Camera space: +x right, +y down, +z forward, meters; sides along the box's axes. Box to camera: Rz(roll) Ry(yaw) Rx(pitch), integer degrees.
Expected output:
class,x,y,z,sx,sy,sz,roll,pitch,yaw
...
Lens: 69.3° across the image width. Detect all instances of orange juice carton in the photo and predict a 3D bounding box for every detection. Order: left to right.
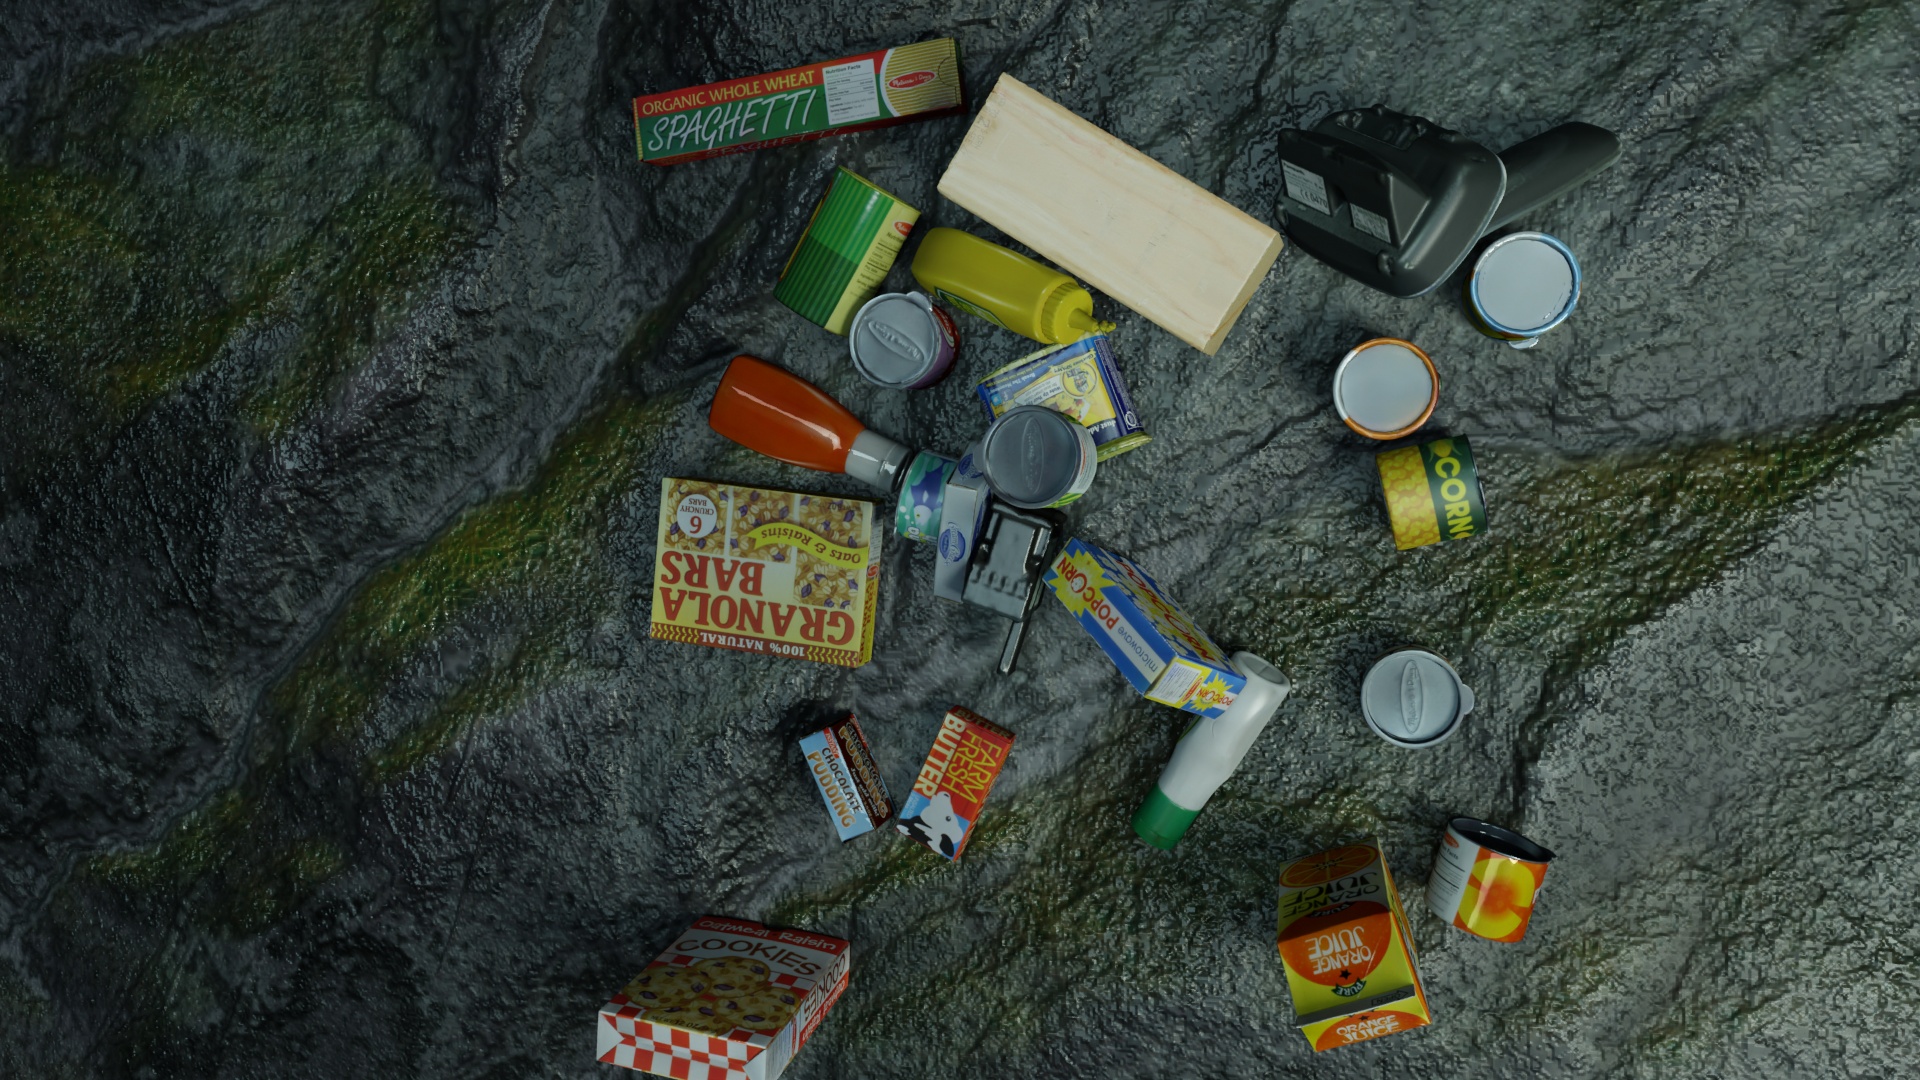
class,x,y,z,sx,sy,sz,roll,pitch,yaw
orange juice carton,0.244,0.256,0.871,0.072,0.193,0.073,-20,90,15

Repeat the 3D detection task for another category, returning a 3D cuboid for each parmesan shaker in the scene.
class,x,y,z,sx,sy,sz,roll,pitch,yaw
parmesan shaker,-0.083,-0.204,0.984,0.071,0.071,0.103,33,102,10

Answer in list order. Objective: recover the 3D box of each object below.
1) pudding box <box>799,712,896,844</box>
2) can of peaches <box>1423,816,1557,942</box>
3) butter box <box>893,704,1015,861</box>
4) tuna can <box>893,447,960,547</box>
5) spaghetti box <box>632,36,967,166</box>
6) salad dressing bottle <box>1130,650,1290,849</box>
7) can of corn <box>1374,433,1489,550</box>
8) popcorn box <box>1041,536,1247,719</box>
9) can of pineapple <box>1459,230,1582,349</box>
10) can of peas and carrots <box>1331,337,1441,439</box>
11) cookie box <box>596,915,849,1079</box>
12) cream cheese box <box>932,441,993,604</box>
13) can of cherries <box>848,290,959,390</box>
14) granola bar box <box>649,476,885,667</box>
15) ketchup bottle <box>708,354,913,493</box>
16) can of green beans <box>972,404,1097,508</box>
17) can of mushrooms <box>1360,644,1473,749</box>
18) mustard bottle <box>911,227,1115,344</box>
class,x,y,z,sx,sy,sz,roll,pitch,yaw
pudding box,-0.083,0.175,1.025,0.030,0.050,0.083,-24,87,17
can of peaches,0.346,0.222,0.908,0.071,0.071,0.058,18,99,13
butter box,-0.004,0.178,1.017,0.053,0.024,0.103,27,100,12
tuna can,-0.020,-0.028,0.983,0.033,0.071,0.071,17,99,12
spaghetti box,-0.119,-0.316,1.007,0.250,0.029,0.050,-5,93,15
salad dressing bottle,0.169,0.146,0.953,0.044,0.064,0.147,35,110,16
can of corn,0.304,-0.030,0.897,0.058,0.071,0.071,-13,91,16
popcorn box,0.121,0.058,0.916,0.038,0.085,0.127,-53,47,16
can of pineapple,0.355,-0.158,0.880,0.071,0.058,0.071,1,95,14
can of peas and carrots,0.278,-0.099,0.904,0.071,0.059,0.071,1,95,15
cookie box,-0.164,0.327,0.998,0.123,0.168,0.040,7,100,14
cream cheese box,0.003,-0.012,0.963,0.024,0.054,0.103,15,130,10
can of cherries,-0.037,-0.142,0.984,0.071,0.058,0.071,1,94,16
granola bar box,-0.143,0.021,1.035,0.165,0.039,0.124,7,95,14
ketchup bottle,-0.108,-0.080,1.015,0.149,0.043,0.064,25,101,11
can of green beans,0.052,-0.054,0.907,0.071,0.058,0.071,0,91,16
can of mushrooms,0.304,0.104,0.926,0.071,0.033,0.071,1,94,15
mustard bottle,0.039,-0.166,0.934,0.160,0.065,0.049,30,93,37
